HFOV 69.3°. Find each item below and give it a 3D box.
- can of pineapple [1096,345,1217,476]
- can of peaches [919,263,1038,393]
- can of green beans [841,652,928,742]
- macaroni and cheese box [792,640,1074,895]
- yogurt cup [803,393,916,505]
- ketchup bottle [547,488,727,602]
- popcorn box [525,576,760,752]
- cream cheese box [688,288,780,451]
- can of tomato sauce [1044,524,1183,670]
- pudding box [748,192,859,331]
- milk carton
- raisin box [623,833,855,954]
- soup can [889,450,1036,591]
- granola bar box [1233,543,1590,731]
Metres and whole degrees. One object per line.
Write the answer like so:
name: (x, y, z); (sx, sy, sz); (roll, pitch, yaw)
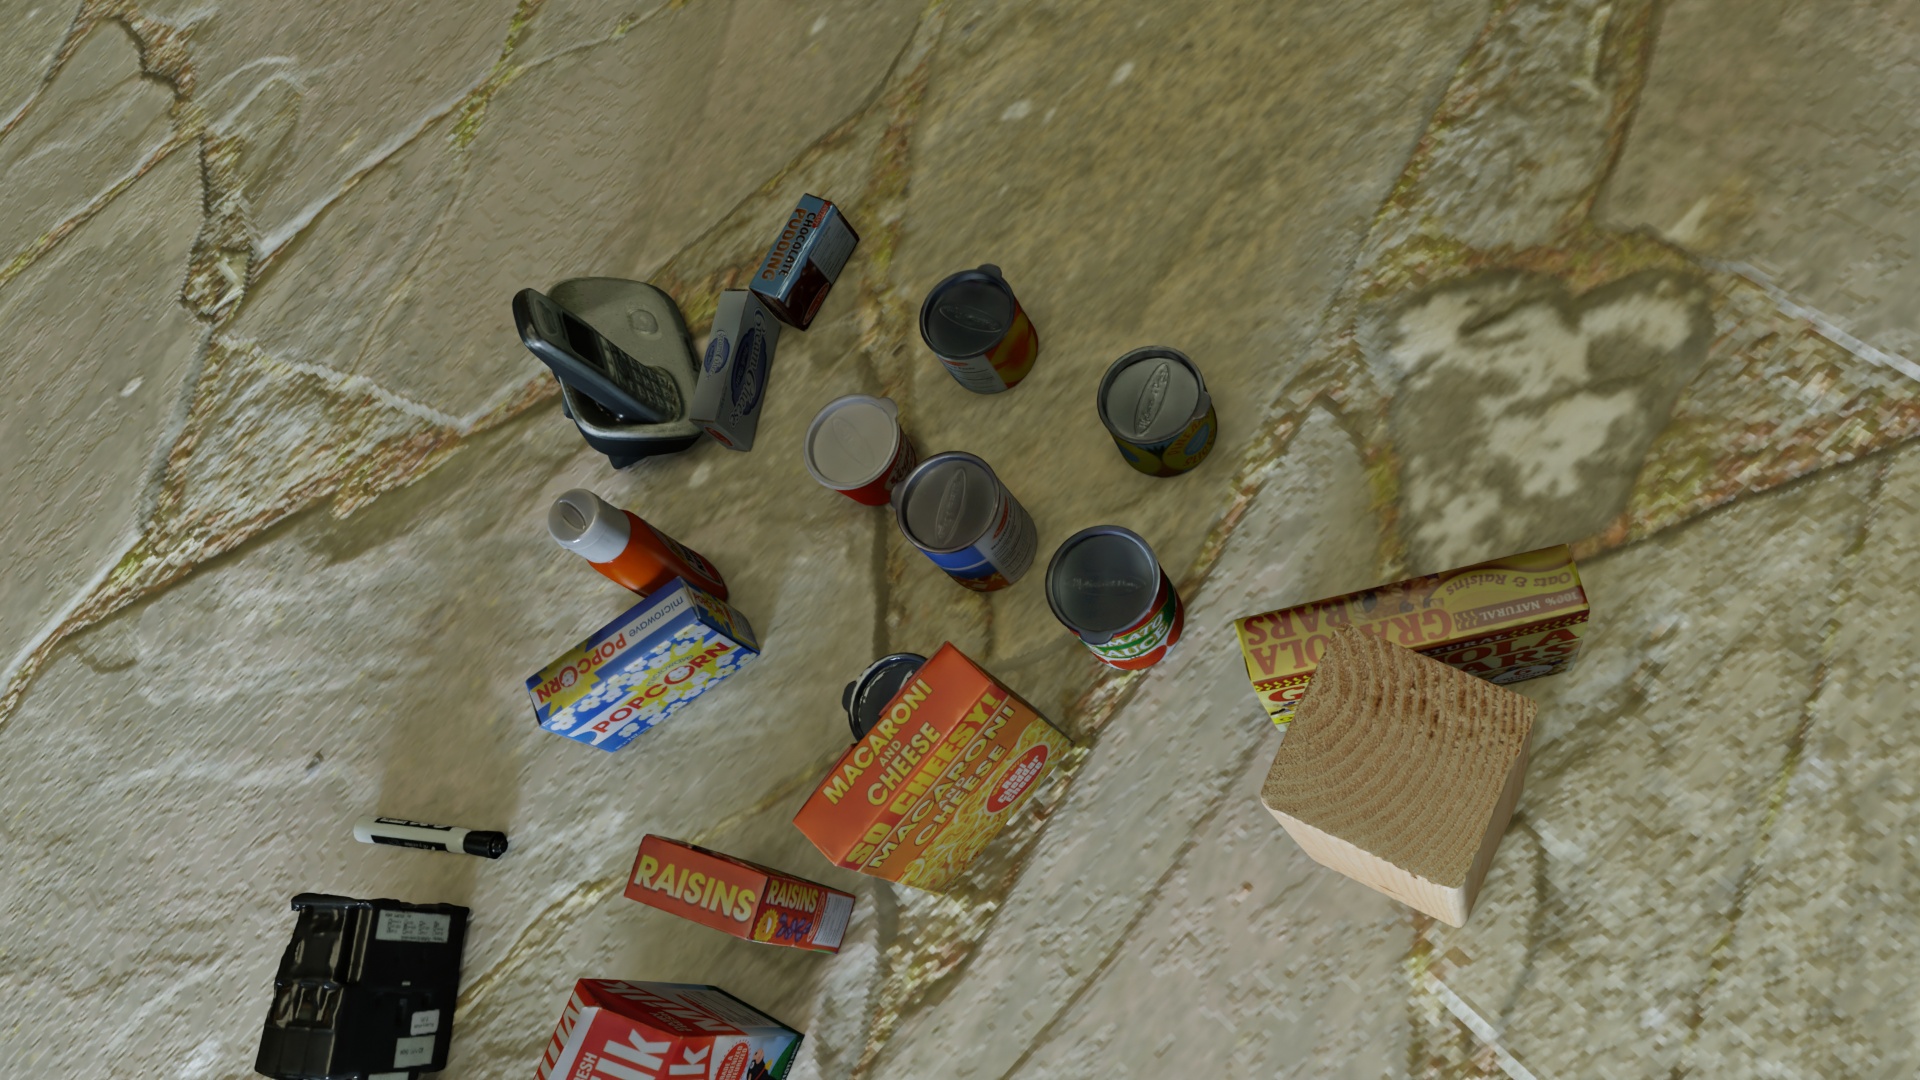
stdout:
can of pineapple: (0.125, -0.078, 0.865); (0.071, 0.057, 0.071); (-7, 69, 17)
can of peaches: (0.015, -0.141, 0.927); (0.071, 0.058, 0.071); (-7, 69, 17)
can of green beans: (-0.027, 0.107, 0.850); (0.071, 0.057, 0.071); (-7, 69, 17)
macaroni and cheese box: (-0.010, 0.132, 0.773); (0.040, 0.166, 0.124); (39, 87, 27)
yogurt cup: (-0.064, -0.057, 0.926); (0.072, 0.054, 0.072); (-7, 69, 17)
ketchup bottle: (-0.210, 0.009, 0.900); (0.065, 0.148, 0.043); (40, 88, 27)
popcorn box: (-0.206, 0.083, 0.907); (0.126, 0.085, 0.038); (-34, 63, 5)
cream cheese box: (-0.159, -0.120, 0.984); (0.024, 0.053, 0.104); (4, 72, 21)
can of tomato sauce: (0.093, 0.037, 0.819); (0.071, 0.083, 0.071); (-7, 69, 18)
pudding box: (-0.112, -0.200, 0.999); (0.030, 0.049, 0.084); (24, 80, 26)
milk carton: (-0.167, 0.288, 0.758); (0.073, 0.190, 0.072); (19, 78, 25)
raisin box: (-0.125, 0.207, 0.811); (0.086, 0.123, 0.040); (12, 76, 23)
soup can: (0.003, -0.011, 0.868); (0.071, 0.083, 0.071); (-7, 69, 18)
granola bar box: (0.239, 0.056, 0.736); (0.165, 0.124, 0.039); (-15, 67, 14)
